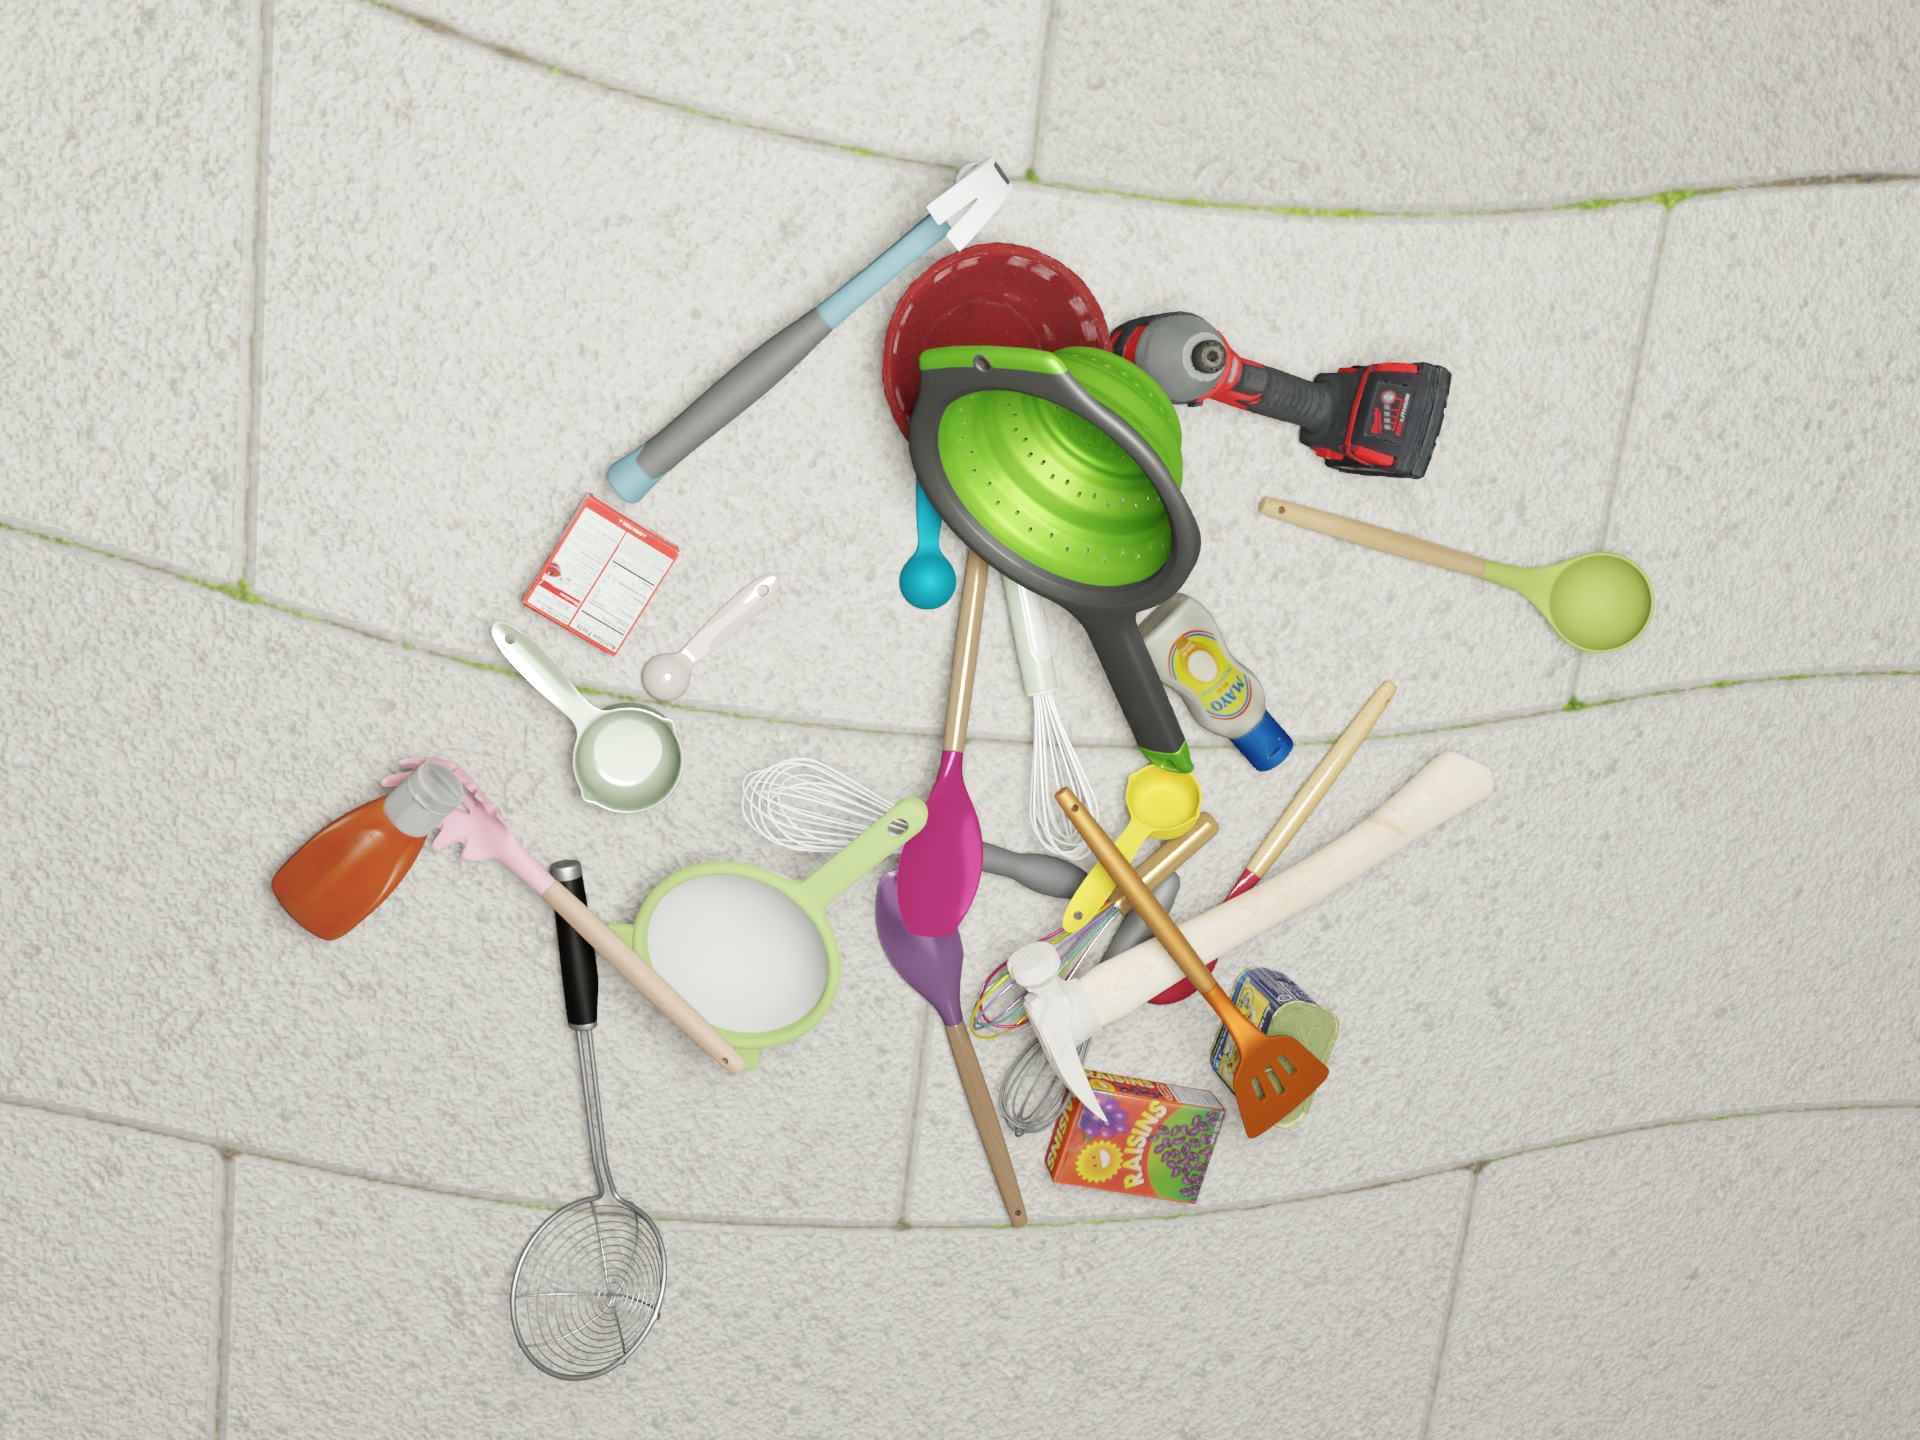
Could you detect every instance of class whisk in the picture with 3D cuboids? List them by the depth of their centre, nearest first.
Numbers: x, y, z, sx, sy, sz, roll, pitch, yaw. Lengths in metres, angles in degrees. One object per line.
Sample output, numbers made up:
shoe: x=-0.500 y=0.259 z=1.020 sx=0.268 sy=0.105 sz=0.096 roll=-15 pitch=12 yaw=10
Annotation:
whisk: x=0.061 y=-0.014 z=1.168 sx=0.058 sy=0.059 sz=0.246 roll=-20 pitch=103 yaw=-39
whisk: x=-0.027 y=0.087 z=1.171 sx=0.284 sy=0.070 sz=0.070 roll=18 pitch=98 yaw=-21
whisk: x=0.101 y=0.156 z=1.209 sx=0.245 sy=0.051 sz=0.047 roll=-41 pitch=104 yaw=-4
whisk: x=0.103 y=0.218 z=1.233 sx=0.055 sy=0.055 sz=0.239 roll=33 pitch=90 yaw=-17

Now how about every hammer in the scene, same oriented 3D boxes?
hammer: x=-0.101 y=-0.258 z=1.055 sx=0.331 sy=0.128 sz=0.033 roll=-38 pitch=108 yaw=7
hammer: x=0.238 y=0.147 z=1.213 sx=0.410 sy=0.038 sz=0.146 roll=-28 pitch=109 yaw=-12

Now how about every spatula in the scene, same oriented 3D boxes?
spatula: x=0.163 y=0.174 z=1.157 sx=0.081 sy=0.041 sz=0.322 roll=-38 pitch=103 yaw=-6
spatula: x=0.000 y=0.257 z=1.230 sx=0.060 sy=0.018 sz=0.315 roll=-20 pitch=105 yaw=-6

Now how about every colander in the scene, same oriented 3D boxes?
colander: x=0.106 y=-0.118 z=1.079 sx=0.094 sy=0.205 sz=0.396 roll=-56 pitch=138 yaw=-27

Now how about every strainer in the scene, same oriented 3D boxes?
strainer: x=-0.116 y=0.124 z=1.124 sx=0.256 sy=0.069 sz=0.151 roll=-40 pitch=102 yaw=20

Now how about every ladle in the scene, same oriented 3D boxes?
ladle: x=0.378 y=-0.121 z=1.208 sx=0.320 sy=0.062 sz=0.078 roll=14 pitch=99 yaw=-12
ladle: x=0.243 y=0.098 z=1.240 sx=0.315 sy=0.031 sz=0.069 roll=-54 pitch=137 yaw=0

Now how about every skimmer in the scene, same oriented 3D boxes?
skimmer: x=-0.279 y=0.285 z=1.139 sx=0.127 sy=0.090 sz=0.363 roll=1 pitch=102 yaw=20

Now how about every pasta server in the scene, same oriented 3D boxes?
pasta server: x=-0.269 y=0.138 z=1.103 sx=0.316 sy=0.040 sz=0.060 roll=44 pitch=111 yaw=-4

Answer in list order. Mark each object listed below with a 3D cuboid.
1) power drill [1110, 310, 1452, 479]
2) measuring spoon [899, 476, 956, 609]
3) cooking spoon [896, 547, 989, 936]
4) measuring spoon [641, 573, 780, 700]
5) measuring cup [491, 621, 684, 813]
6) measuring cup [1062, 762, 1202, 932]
power drill: x=0.218 y=-0.231 z=1.103 sx=0.219 sy=0.143 sz=0.078 roll=11 pitch=97 yaw=-17
measuring spoon: x=-0.021 y=-0.141 z=1.133 sx=0.042 sy=0.021 sz=0.128 roll=-1 pitch=104 yaw=-12
cooking spoon: x=-0.002 y=-0.004 z=1.139 sx=0.068 sy=0.017 sz=0.319 roll=8 pitch=89 yaw=-30
measuring spoon: x=-0.174 y=-0.060 z=1.121 sx=0.124 sy=0.018 sz=0.034 roll=-42 pitch=107 yaw=-1
measuring cup: x=-0.262 y=-0.008 z=1.105 sx=0.083 sy=0.038 sz=0.167 roll=-42 pitch=105 yaw=0
measuring cup: x=0.124 y=0.099 z=1.187 sx=0.062 sy=0.029 sz=0.156 roll=31 pitch=71 yaw=22
